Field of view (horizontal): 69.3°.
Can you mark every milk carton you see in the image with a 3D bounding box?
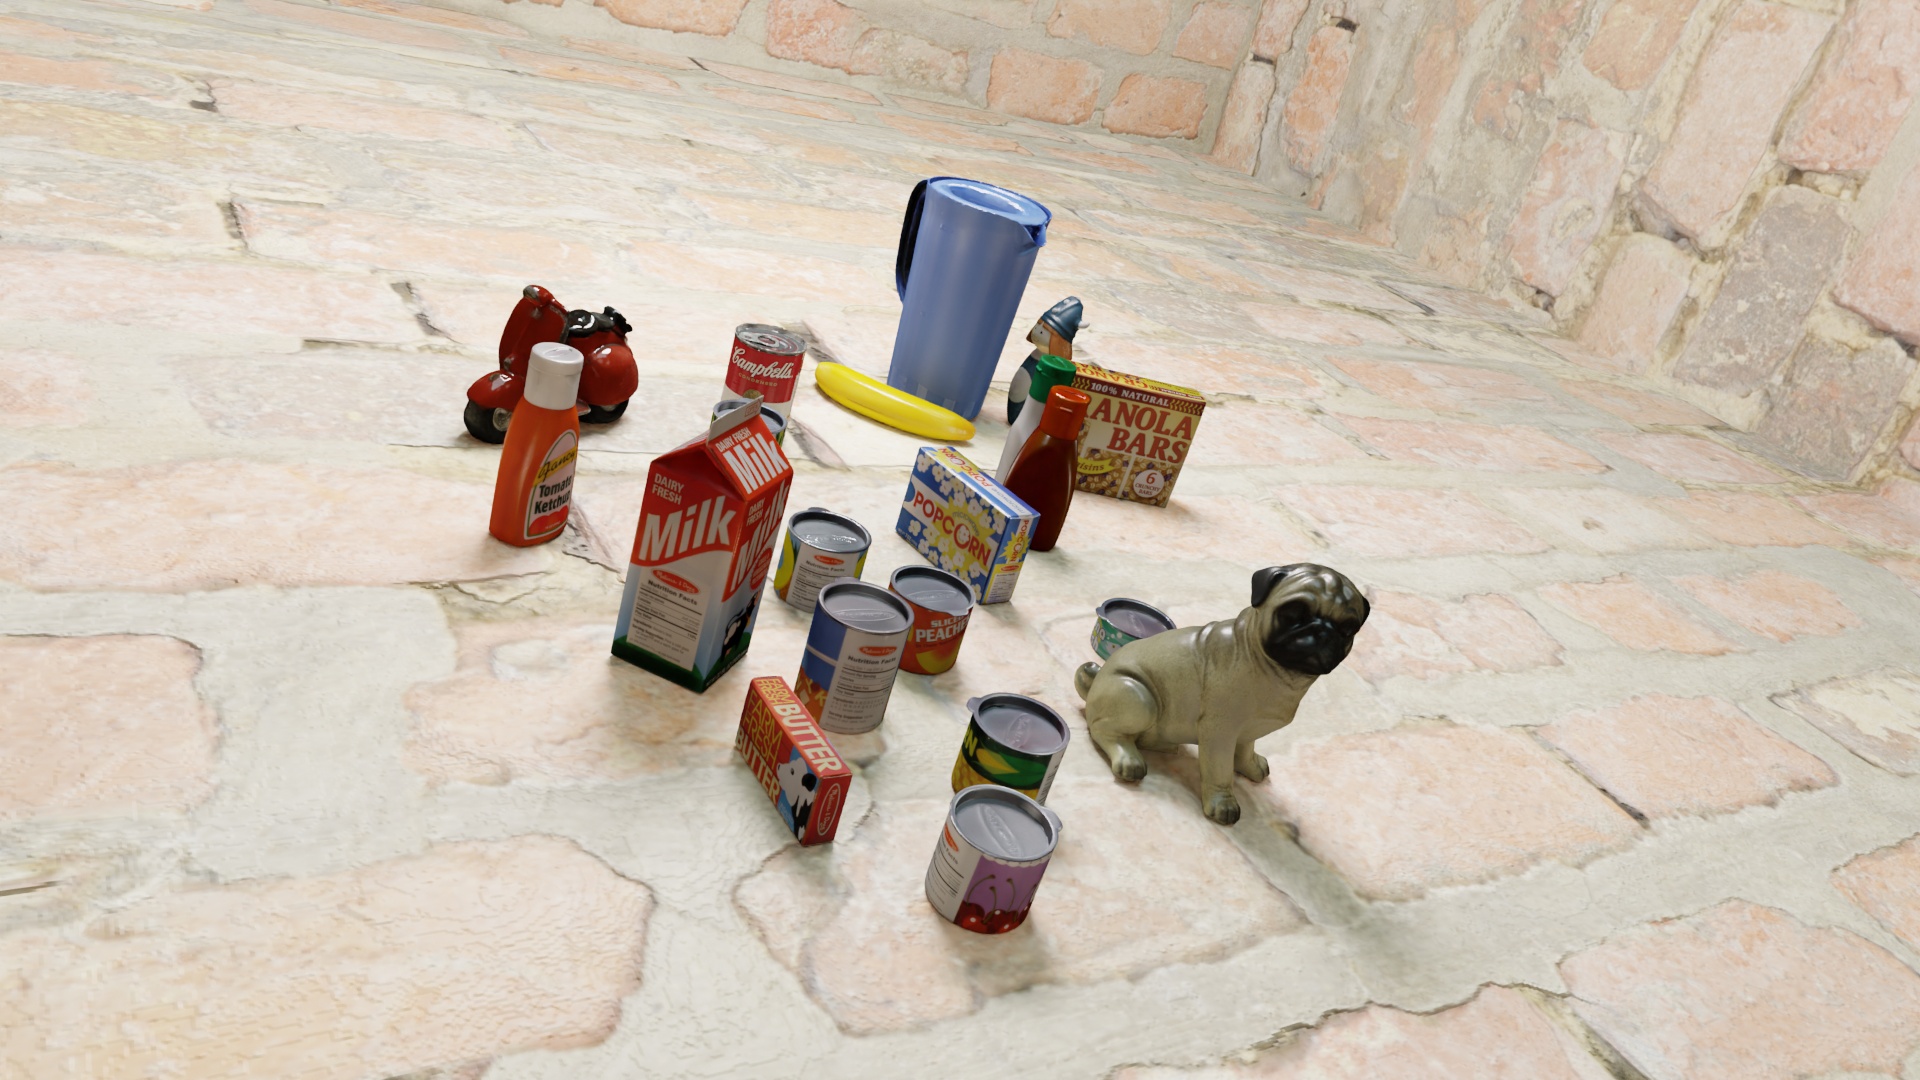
[{"bbox_3d":[-0.168,-0.003,0.925,0.073,0.189,0.072,23,26,11],"label":"milk carton"}]

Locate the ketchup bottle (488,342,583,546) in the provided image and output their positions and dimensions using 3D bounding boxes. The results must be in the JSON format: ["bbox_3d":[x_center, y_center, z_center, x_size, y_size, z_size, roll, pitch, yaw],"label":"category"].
[{"bbox_3d":[-0.308,-0.071,1.021,0.043,0.148,0.065,25,26,16],"label":"ketchup bottle"}]

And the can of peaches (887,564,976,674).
[{"bbox_3d":[-0.026,0.060,1.040,0.071,0.057,0.071,14,26,-7],"label":"can of peaches"}]

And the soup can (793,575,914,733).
[{"bbox_3d":[-0.075,0.078,0.946,0.071,0.083,0.071,14,26,-7],"label":"soup can"}]

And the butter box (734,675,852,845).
[{"bbox_3d":[-0.104,0.133,0.853,0.024,0.053,0.104,-2,32,-35],"label":"butter box"}]

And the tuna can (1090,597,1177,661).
[{"bbox_3d":[0.139,0.077,1.140,0.071,0.032,0.071,14,26,-7],"label":"tuna can"}]

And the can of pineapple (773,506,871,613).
[{"bbox_3d":[-0.107,0.016,1.079,0.071,0.057,0.071,14,26,-7],"label":"can of pineapple"}]

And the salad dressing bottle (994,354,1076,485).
[{"bbox_3d":[0.072,-0.103,1.325,0.044,0.147,0.064,6,28,-23],"label":"salad dressing bottle"}]

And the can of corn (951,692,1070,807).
[{"bbox_3d":[0.030,0.142,0.914,0.071,0.058,0.071,14,26,-7],"label":"can of corn"}]

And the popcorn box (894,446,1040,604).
[{"bbox_3d":[0.004,-0.015,1.178,0.038,0.084,0.127,-7,35,-41],"label":"popcorn box"}]

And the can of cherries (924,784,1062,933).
[{"bbox_3d":[0.020,0.187,0.816,0.071,0.058,0.072,14,26,-7],"label":"can of cherries"}]

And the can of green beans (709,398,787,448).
[{"bbox_3d":[-0.191,-0.085,1.226,0.071,0.057,0.071,14,26,-7],"label":"can of green beans"}]

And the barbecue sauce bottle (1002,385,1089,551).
[{"bbox_3d":[0.077,-0.066,1.252,0.065,0.147,0.044,18,25,1],"label":"barbecue sauce bottle"}]

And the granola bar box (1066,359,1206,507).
[{"bbox_3d":[0.151,-0.109,1.413,0.166,0.123,0.039,11,26,-14],"label":"granola bar box"}]
